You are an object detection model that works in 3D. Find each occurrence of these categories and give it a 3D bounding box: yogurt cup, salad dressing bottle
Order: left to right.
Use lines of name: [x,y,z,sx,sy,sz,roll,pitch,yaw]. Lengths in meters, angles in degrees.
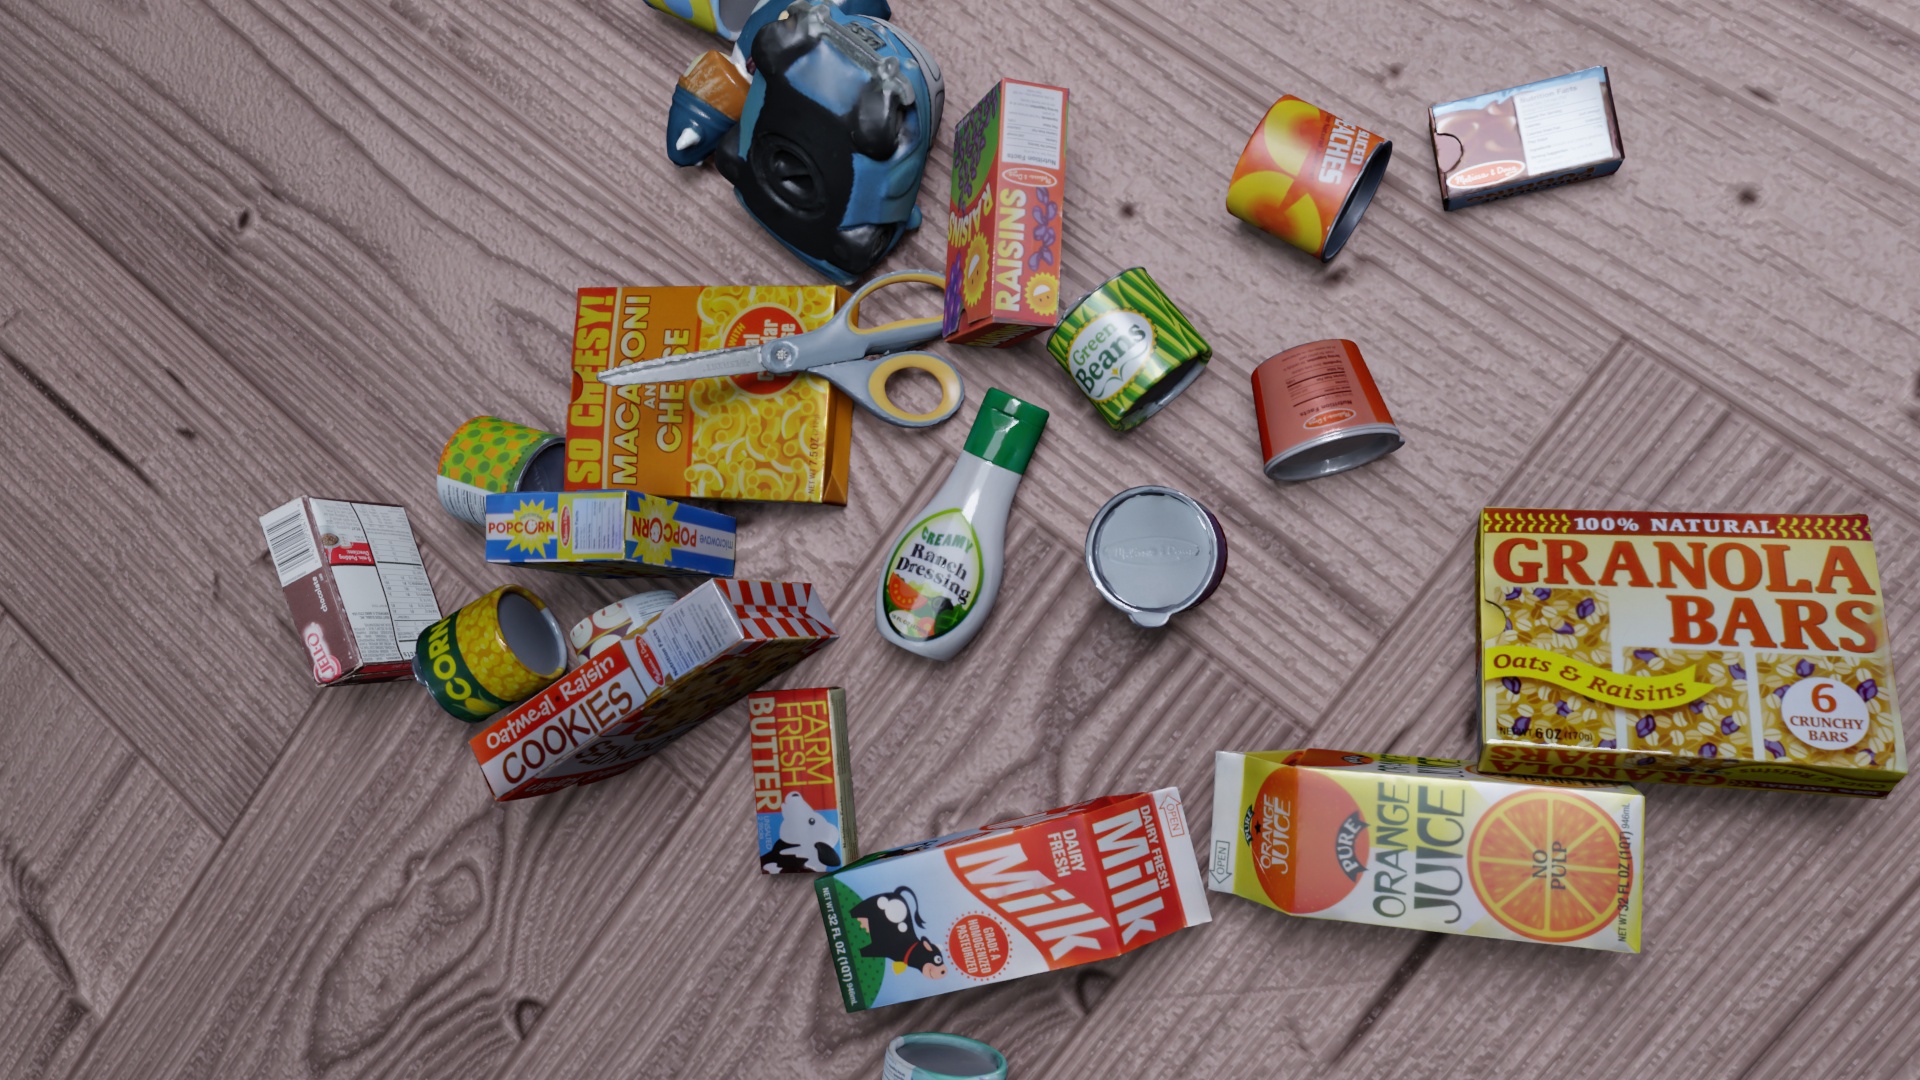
salad dressing bottle: [0.003,-0.009,0.755,0.064,0.044,0.147,25,95,15]
yogurt cup: [0.179,-0.066,0.694,0.072,0.072,0.054,-17,75,16]

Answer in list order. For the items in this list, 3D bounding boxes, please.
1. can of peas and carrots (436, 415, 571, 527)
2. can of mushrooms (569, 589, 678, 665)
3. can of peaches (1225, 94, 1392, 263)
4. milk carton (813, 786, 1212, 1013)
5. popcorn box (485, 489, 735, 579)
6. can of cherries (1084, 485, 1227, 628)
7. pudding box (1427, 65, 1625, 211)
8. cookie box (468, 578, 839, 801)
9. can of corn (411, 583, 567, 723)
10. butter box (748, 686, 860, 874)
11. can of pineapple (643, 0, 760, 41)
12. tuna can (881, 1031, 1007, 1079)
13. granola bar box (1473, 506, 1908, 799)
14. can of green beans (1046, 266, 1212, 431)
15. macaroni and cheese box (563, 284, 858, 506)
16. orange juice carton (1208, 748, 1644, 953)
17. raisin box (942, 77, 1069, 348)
can of peas and carrots: [-0.266,-0.038,0.829,0.059,0.071,0.071,16,93,18]
can of mushrooms: [-0.190,0.058,0.800,0.071,0.071,0.033,-29,79,14]
can of peaches: [0.174,-0.183,0.696,0.058,0.071,0.071,32,97,17]
milk carton: [0.030,0.183,0.723,0.190,0.073,0.072,-16,83,16]
popcorn box: [-0.190,-0.001,0.771,0.085,0.126,0.038,-1,84,17]
can of cherries: [0.102,0.009,0.716,0.071,0.058,0.071,-1,88,16]
pudding box: [0.277,-0.198,0.686,0.083,0.030,0.049,-10,86,17]
cookie box: [-0.164,0.081,0.761,0.167,0.123,0.040,-33,78,13]
can of corn: [-0.279,0.067,0.824,0.058,0.071,0.071,-28,80,14]
butter box: [-0.089,0.135,0.787,0.053,0.024,0.103,-7,86,16]
can of pineapple: [-0.145,-0.331,0.802,0.058,0.071,0.071,27,96,15]
tuna can: [-0.007,0.287,0.734,0.071,0.071,0.033,8,89,17]
granola bar box: [0.323,0.047,0.630,0.165,0.039,0.125,1,61,17]
can of green beans: [0.088,-0.099,0.721,0.071,0.071,0.058,-40,78,12]
macaroni and cheese box: [-0.146,-0.085,0.806,0.166,0.040,0.123,3,88,17]
orange juice carton: [0.217,0.143,0.667,0.193,0.073,0.072,2,89,18]
raisin box: [0.022,-0.168,0.732,0.040,0.086,0.123,3,89,-18]
